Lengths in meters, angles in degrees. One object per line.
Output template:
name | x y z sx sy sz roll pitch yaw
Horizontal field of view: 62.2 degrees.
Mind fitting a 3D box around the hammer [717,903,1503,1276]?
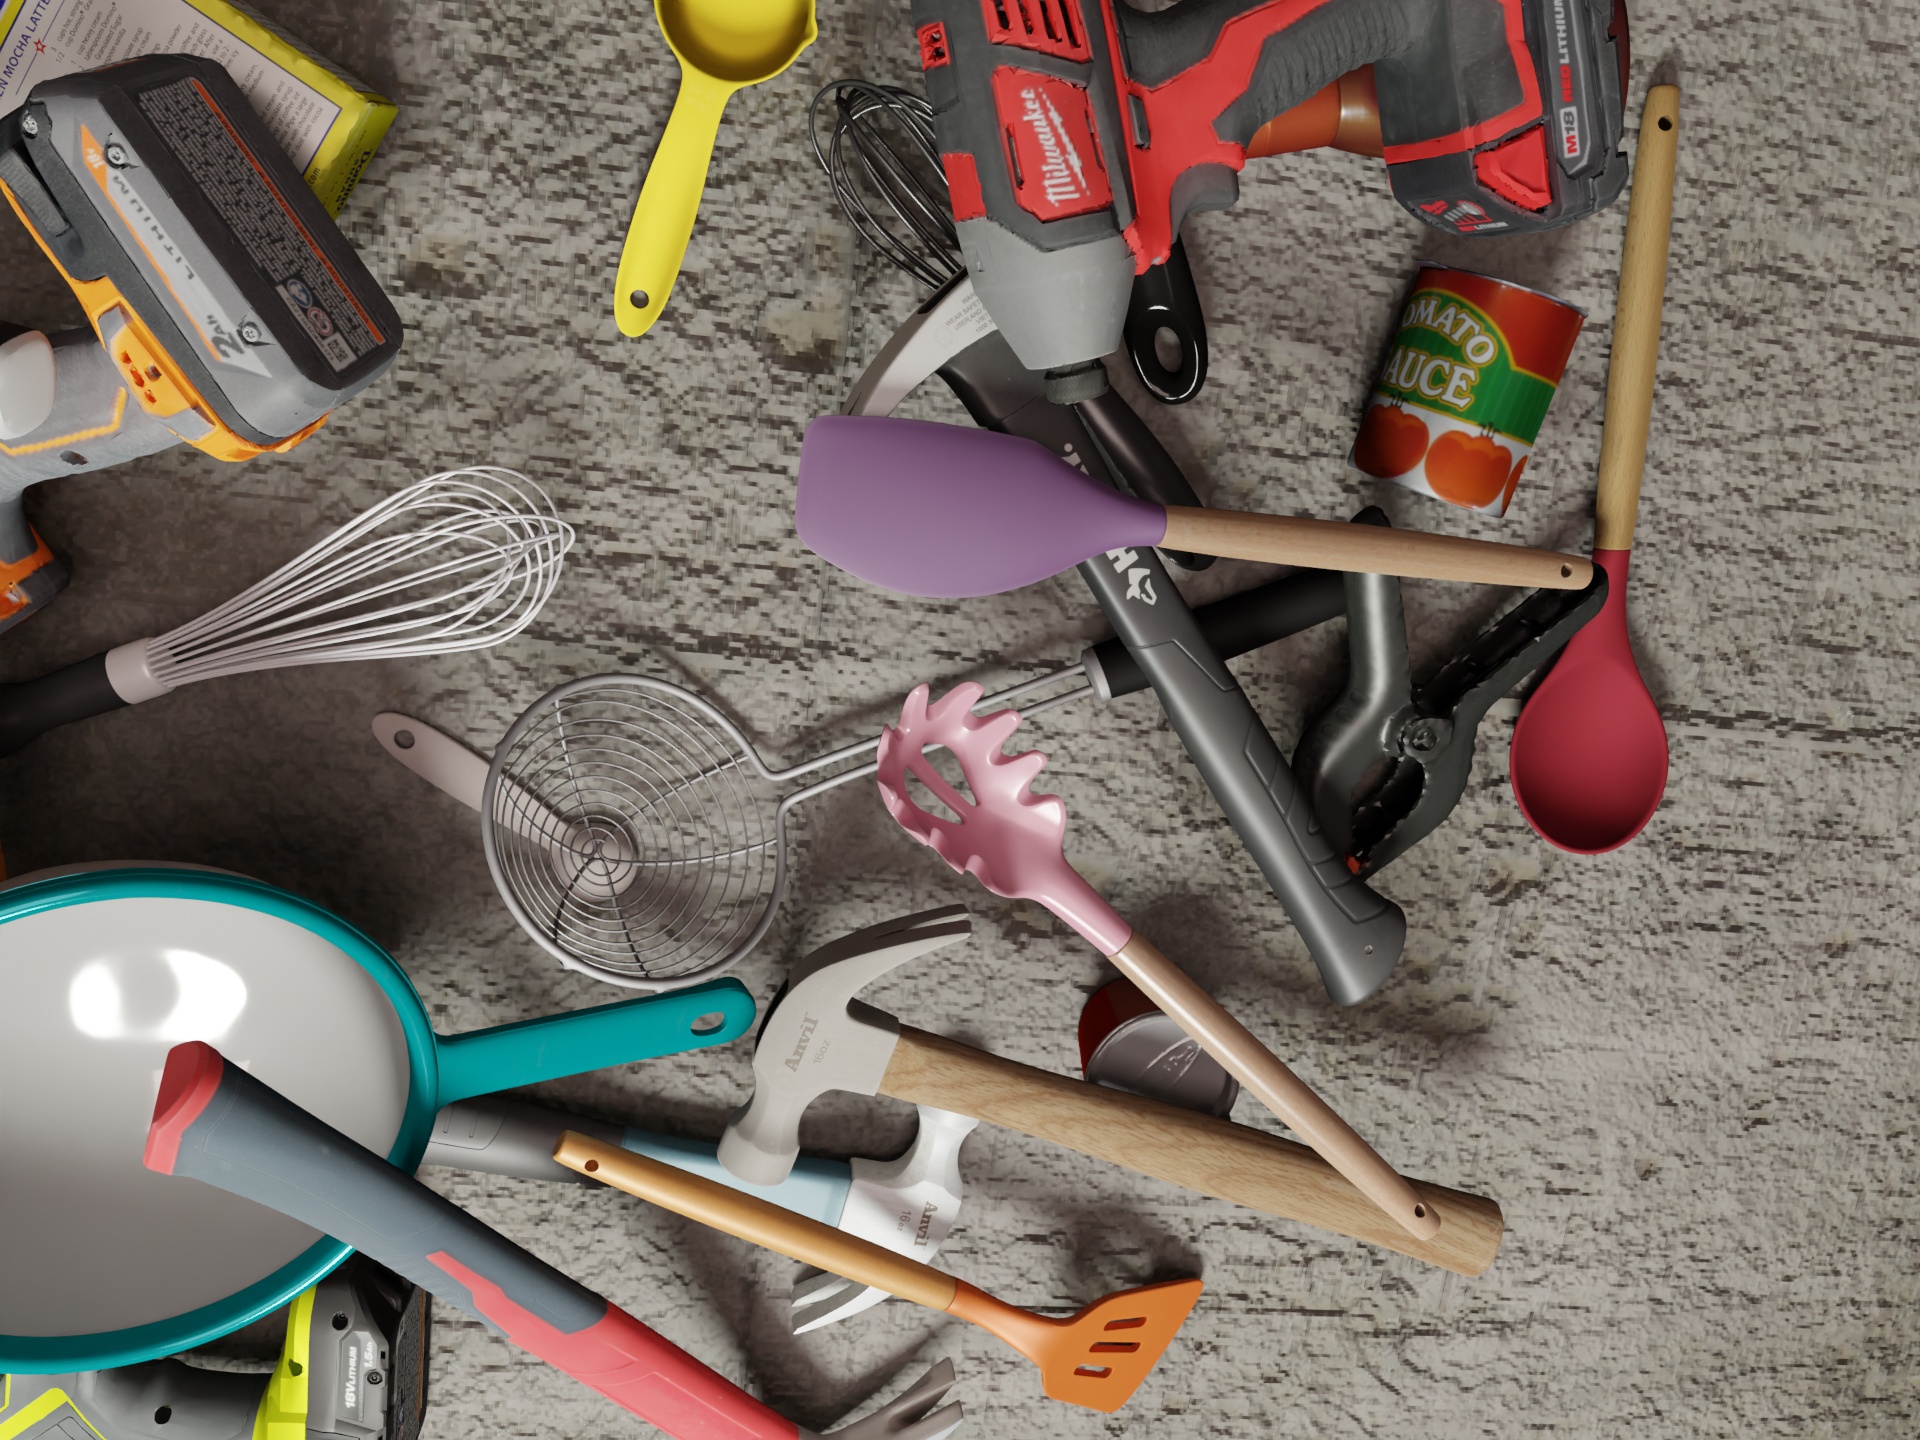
hammer | 0.077 0.169 0.659 0.331 0.031 0.130 19 103 -11

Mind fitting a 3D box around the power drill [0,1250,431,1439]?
power drill | -0.348 0.259 0.669 0.228 0.080 0.190 6 106 -6

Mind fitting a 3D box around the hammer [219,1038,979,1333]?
hammer | -0.162 0.186 0.692 0.331 0.033 0.128 13 103 -10

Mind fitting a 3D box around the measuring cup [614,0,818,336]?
measuring cup | -0.099 -0.218 0.591 0.062 0.029 0.156 19 115 -12

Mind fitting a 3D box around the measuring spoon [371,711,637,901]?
measuring spoon | -0.188 0.036 0.652 0.124 0.018 0.034 36 99 -14

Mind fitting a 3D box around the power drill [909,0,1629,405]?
power drill | 0.100 -0.194 0.525 0.219 0.079 0.143 -16 106 -11

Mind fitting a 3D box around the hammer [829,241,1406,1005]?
hammer | 0.079 -0.020 0.611 0.146 0.035 0.334 -36 109 -8

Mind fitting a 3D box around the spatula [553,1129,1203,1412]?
spatula | -0.028 0.237 0.694 0.322 0.041 0.081 28 99 -20

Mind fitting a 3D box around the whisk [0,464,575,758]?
whisk | -0.282 -0.029 0.607 0.284 0.070 0.070 -18 108 4

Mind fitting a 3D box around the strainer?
strainer | -0.252 0.120 0.613 0.340 0.095 0.211 -6 119 -29

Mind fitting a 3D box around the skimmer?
skimmer | -0.001 -0.002 0.626 0.363 0.090 0.127 -20 81 -3

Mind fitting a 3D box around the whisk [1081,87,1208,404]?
whisk | 0.047 -0.249 0.565 0.073 0.073 0.295 -19 119 -1

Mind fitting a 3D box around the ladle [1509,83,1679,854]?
ladle | 0.275 -0.098 0.666 0.069 0.031 0.315 1 104 0

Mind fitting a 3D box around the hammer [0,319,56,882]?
hammer | -0.368 0.004 0.557 0.127 0.034 0.336 17 125 2

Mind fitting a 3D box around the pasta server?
pasta server | 0.084 0.103 0.615 0.316 0.040 0.060 43 69 -12

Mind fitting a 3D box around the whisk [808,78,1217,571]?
whisk | 0.027 -0.146 0.614 0.055 0.055 0.238 -40 111 5

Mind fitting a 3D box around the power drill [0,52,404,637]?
power drill | -0.321 -0.127 0.528 0.226 0.084 0.164 -23 114 21

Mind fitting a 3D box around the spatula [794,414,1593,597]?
spatula | 0.095 -0.066 0.578 0.315 0.018 0.060 3 99 -18

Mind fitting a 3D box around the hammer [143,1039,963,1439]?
hammer | -0.150 0.230 0.632 0.143 0.038 0.385 -31 127 10
